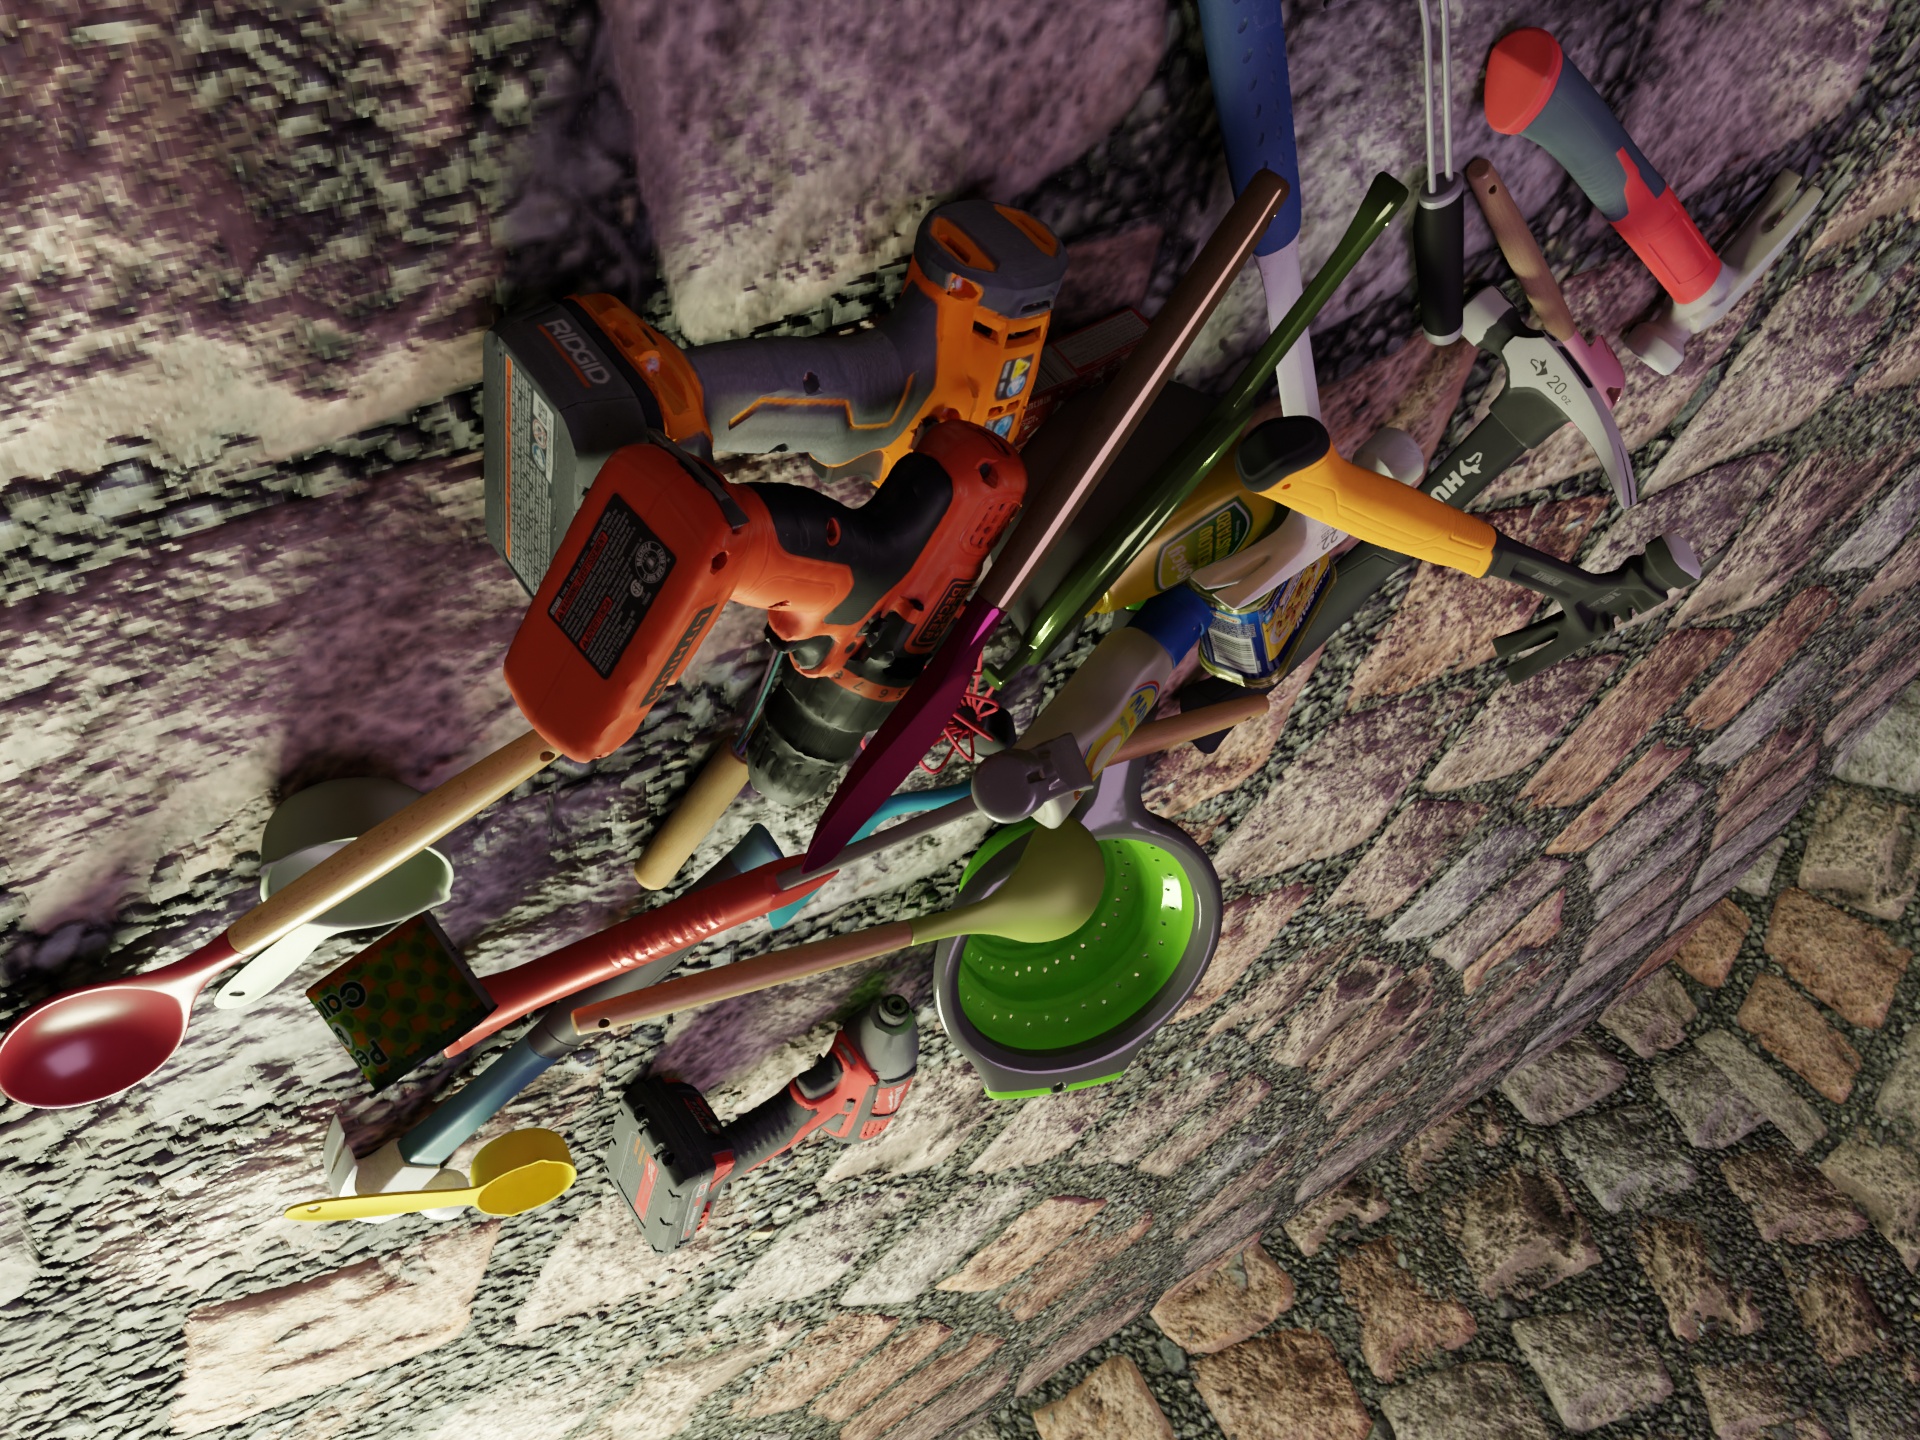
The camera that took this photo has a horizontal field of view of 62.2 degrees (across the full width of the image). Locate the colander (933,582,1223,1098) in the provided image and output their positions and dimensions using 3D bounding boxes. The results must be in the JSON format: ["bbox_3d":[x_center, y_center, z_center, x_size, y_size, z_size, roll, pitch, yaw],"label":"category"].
[{"bbox_3d":[0.074,0.058,1.020,0.204,0.095,0.396,-4,120,-22],"label":"colander"}]

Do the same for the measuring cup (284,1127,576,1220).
[{"bbox_3d":[-0.290,0.252,0.876,0.156,0.029,0.062,4,135,-34],"label":"measuring cup"}]

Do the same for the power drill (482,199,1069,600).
[{"bbox_3d":[-0.068,-0.108,0.631,0.226,0.084,0.164,-23,149,-31],"label":"power drill"}]

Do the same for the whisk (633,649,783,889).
[{"bbox_3d":[-0.097,0.002,0.787,0.051,0.047,0.245,3,134,-51],"label":"whisk"}]

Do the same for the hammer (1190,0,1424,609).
[{"bbox_3d":[0.139,-0.204,0.713,0.144,0.035,0.405,-40,144,-10],"label":"hammer"}]

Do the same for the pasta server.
[{"bbox_3d":[0.347,-0.249,0.949,0.060,0.040,0.316,-46,146,13],"label":"pasta server"}]

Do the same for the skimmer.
[{"bbox_3d":[0.234,-0.265,0.727,0.127,0.090,0.363,-29,152,4],"label":"skimmer"}]

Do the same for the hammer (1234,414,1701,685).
[{"bbox_3d":[0.257,-0.091,0.841,0.336,0.034,0.127,13,143,-40],"label":"hammer"}]

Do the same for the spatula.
[{"bbox_3d":[0.036,0.043,0.911,0.317,0.044,0.082,-17,161,-11],"label":"spatula"}]

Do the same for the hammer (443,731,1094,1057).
[{"bbox_3d":[-0.107,0.087,0.786,0.359,0.037,0.149,-23,176,14],"label":"hammer"}]

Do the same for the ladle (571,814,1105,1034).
[{"bbox_3d":[-0.058,0.117,0.878,0.320,0.062,0.078,-12,121,-24],"label":"ladle"}]

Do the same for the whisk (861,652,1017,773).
[{"bbox_3d":[-0.001,-0.003,0.813,0.073,0.073,0.295,-41,169,4],"label":"whisk"}]

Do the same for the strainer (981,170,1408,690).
[{"bbox_3d":[0.083,-0.135,0.674,0.256,0.069,0.151,-53,175,35],"label":"strainer"}]

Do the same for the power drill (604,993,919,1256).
[{"bbox_3d":[-0.124,0.265,1.093,0.219,0.079,0.143,-18,145,-36],"label":"power drill"}]

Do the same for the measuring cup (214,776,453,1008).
[{"bbox_3d":[-0.286,0.077,0.696,0.083,0.038,0.167,18,136,-43],"label":"measuring cup"}]

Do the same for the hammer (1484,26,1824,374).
[{"bbox_3d":[0.392,-0.308,0.899,0.386,0.038,0.143,8,125,-52],"label":"hammer"}]

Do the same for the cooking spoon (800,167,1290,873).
[{"bbox_3d":[0.026,-0.067,0.608,0.319,0.017,0.068,-55,168,15],"label":"cooking spoon"}]

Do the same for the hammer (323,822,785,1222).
[{"bbox_3d":[-0.220,0.172,0.883,0.331,0.033,0.128,-41,151,9],"label":"hammer"}]

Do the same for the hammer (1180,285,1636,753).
[{"bbox_3d":[0.255,-0.091,0.979,0.334,0.146,0.035,-48,163,32],"label":"hammer"}]

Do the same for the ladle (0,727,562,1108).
[{"bbox_3d":[-0.272,0.077,0.640,0.315,0.031,0.069,-30,144,18],"label":"ladle"}]
